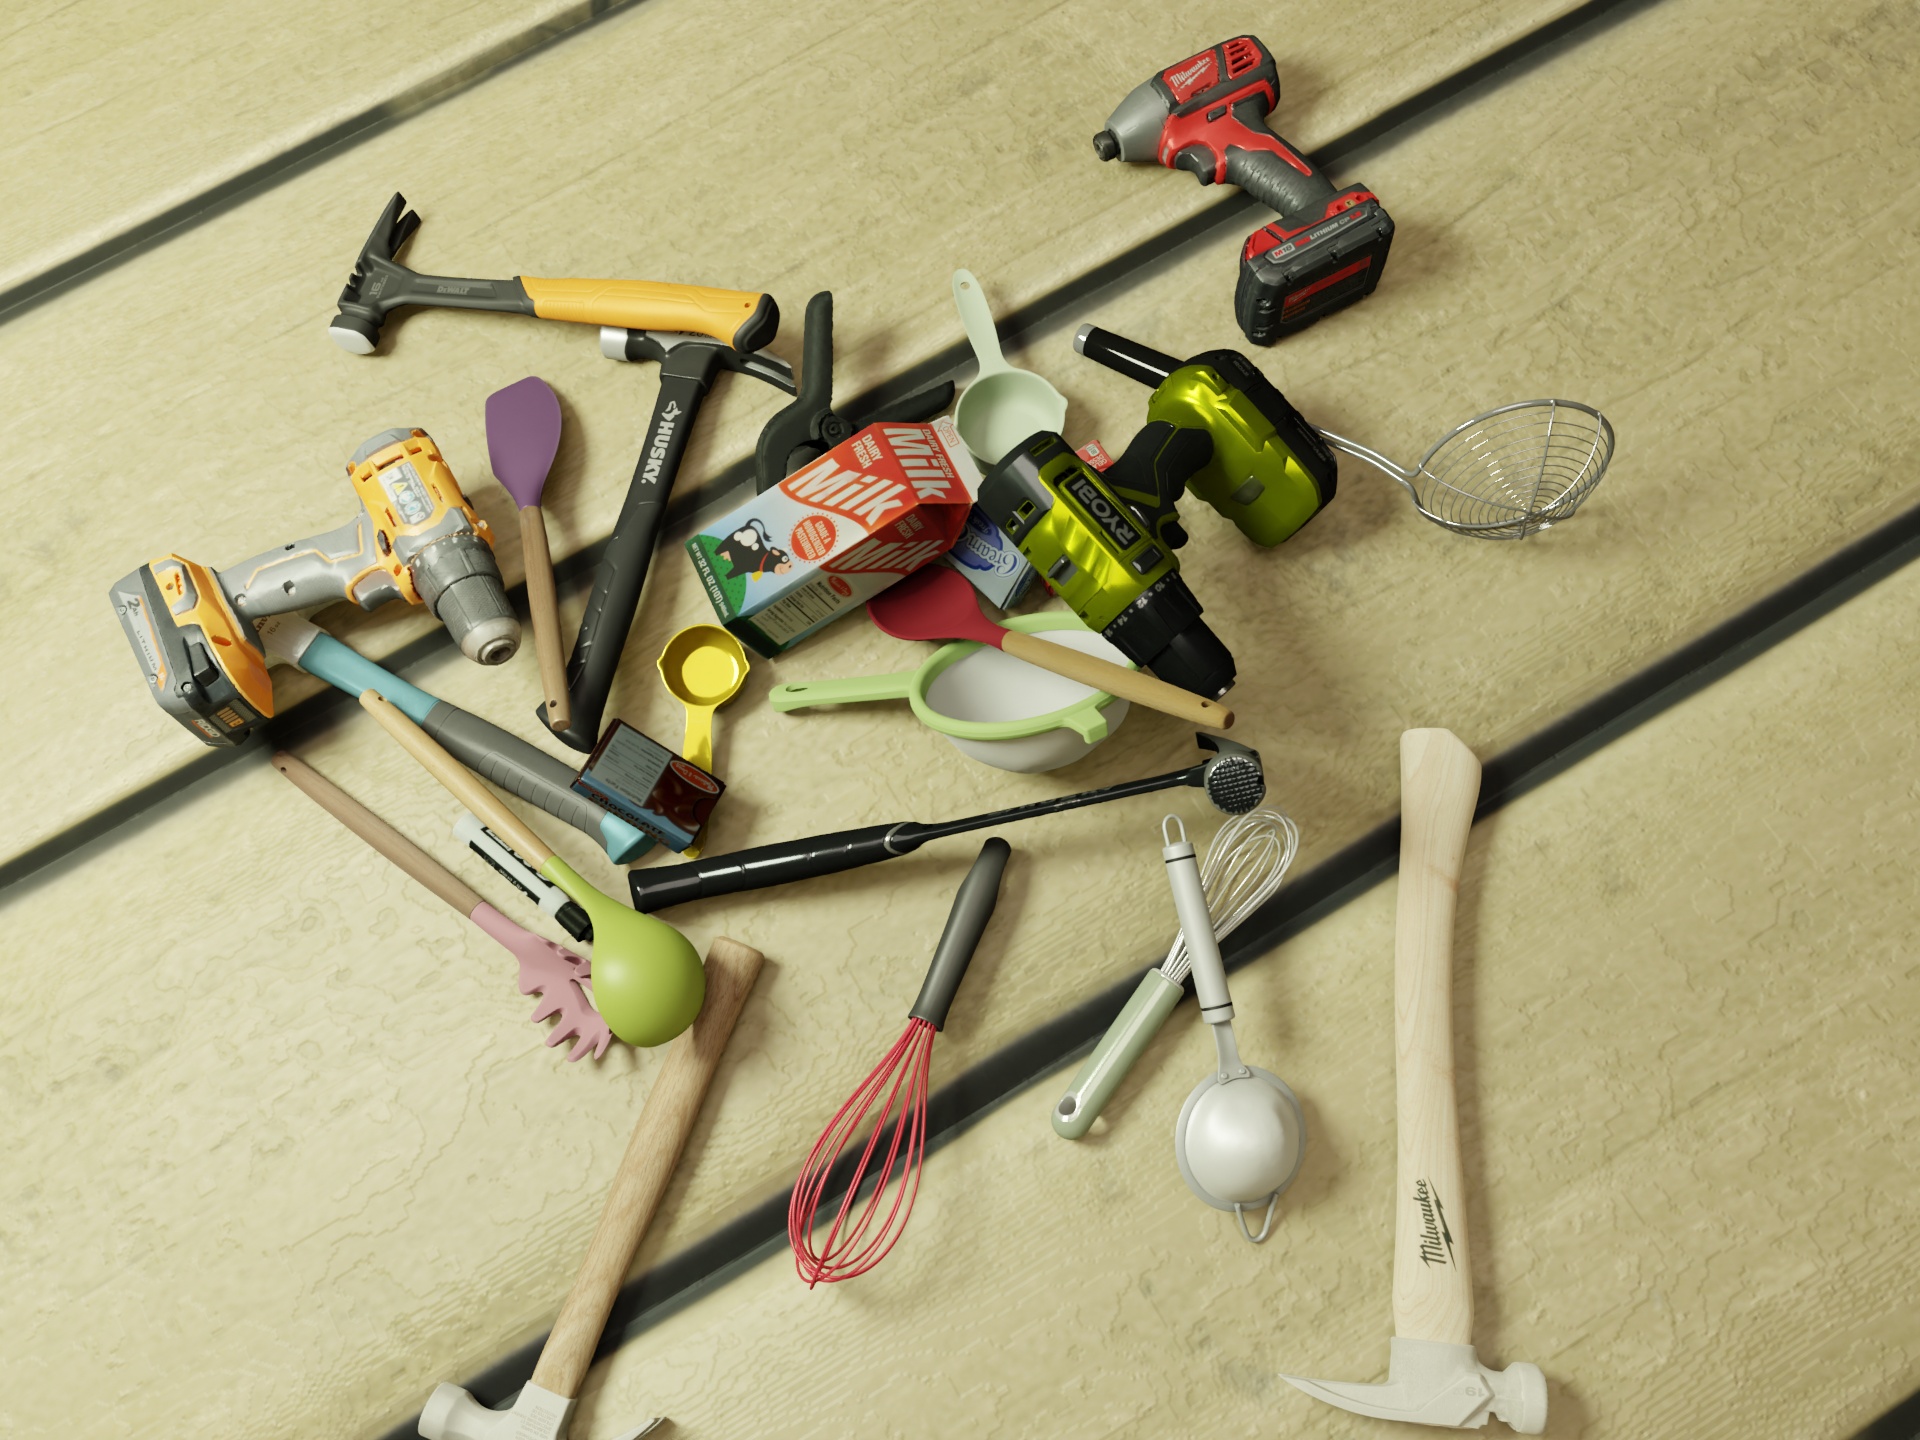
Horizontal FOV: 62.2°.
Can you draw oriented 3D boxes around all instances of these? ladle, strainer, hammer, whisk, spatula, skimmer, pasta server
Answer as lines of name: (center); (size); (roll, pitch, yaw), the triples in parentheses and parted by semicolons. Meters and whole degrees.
ladle: (0.048, -0.044, 0.979); (0.069, 0.031, 0.316); (-41, 38, -22)
strainer: (0.154, 0.181, 0.941); (0.087, 0.050, 0.258); (-10, 82, -19)
hammer: (-0.195, 0.290, 0.961); (0.130, 0.031, 0.331); (19, 73, 10)
whisk: (-0.029, 0.202, 0.968); (0.073, 0.073, 0.296); (20, 68, 10)
ladle: (-0.279, 0.084, 0.998); (0.320, 0.078, 0.062); (37, 115, 21)
spatula: (-0.285, -0.122, 1.073); (0.060, 0.018, 0.316); (-22, 56, 8)
strainer: (-0.002, -0.003, 1.031); (0.256, 0.069, 0.152); (-4, 30, 21)
whisk: (0.133, 0.155, 0.984); (0.246, 0.059, 0.058); (-53, 40, -9)
skimmer: (0.250, -0.218, 1.081); (0.363, 0.127, 0.090); (28, 68, 23)
hammer: (0.272, 0.202, 0.962); (0.146, 0.038, 0.411); (4, 71, 6)
hammer: (-0.286, -0.308, 1.138); (0.337, 0.034, 0.127); (9, 70, 16)
hammer: (-0.016, 0.067, 0.993); (0.409, 0.149, 0.036); (-12, 95, 9)
hammer: (-0.344, 0.006, 1.065); (0.331, 0.033, 0.128); (28, 76, 12)
hammer: (-0.215, -0.132, 1.089); (0.146, 0.035, 0.335); (9, 67, 6)
pasta server: (-0.336, 0.110, 1.027); (0.316, 0.040, 0.060); (33, 115, 15)

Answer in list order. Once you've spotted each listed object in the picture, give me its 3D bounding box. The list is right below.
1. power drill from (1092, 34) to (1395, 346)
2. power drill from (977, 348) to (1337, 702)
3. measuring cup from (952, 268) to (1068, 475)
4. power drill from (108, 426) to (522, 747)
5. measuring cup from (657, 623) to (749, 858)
power drill: (0.200, -0.387, 1.146); (0.143, 0.078, 0.220); (-27, 69, -6)
power drill: (0.141, -0.125, 1.002); (0.190, 0.080, 0.228); (48, 51, 3)
measuring cup: (0.023, -0.244, 1.127); (0.083, 0.038, 0.168); (-16, 69, -2)
power drill: (-0.407, -0.071, 1.032); (0.226, 0.084, 0.185); (-31, 67, -10)
measuring cup: (-0.173, 0.014, 1.062); (0.062, 0.029, 0.156); (3, 83, 2)
